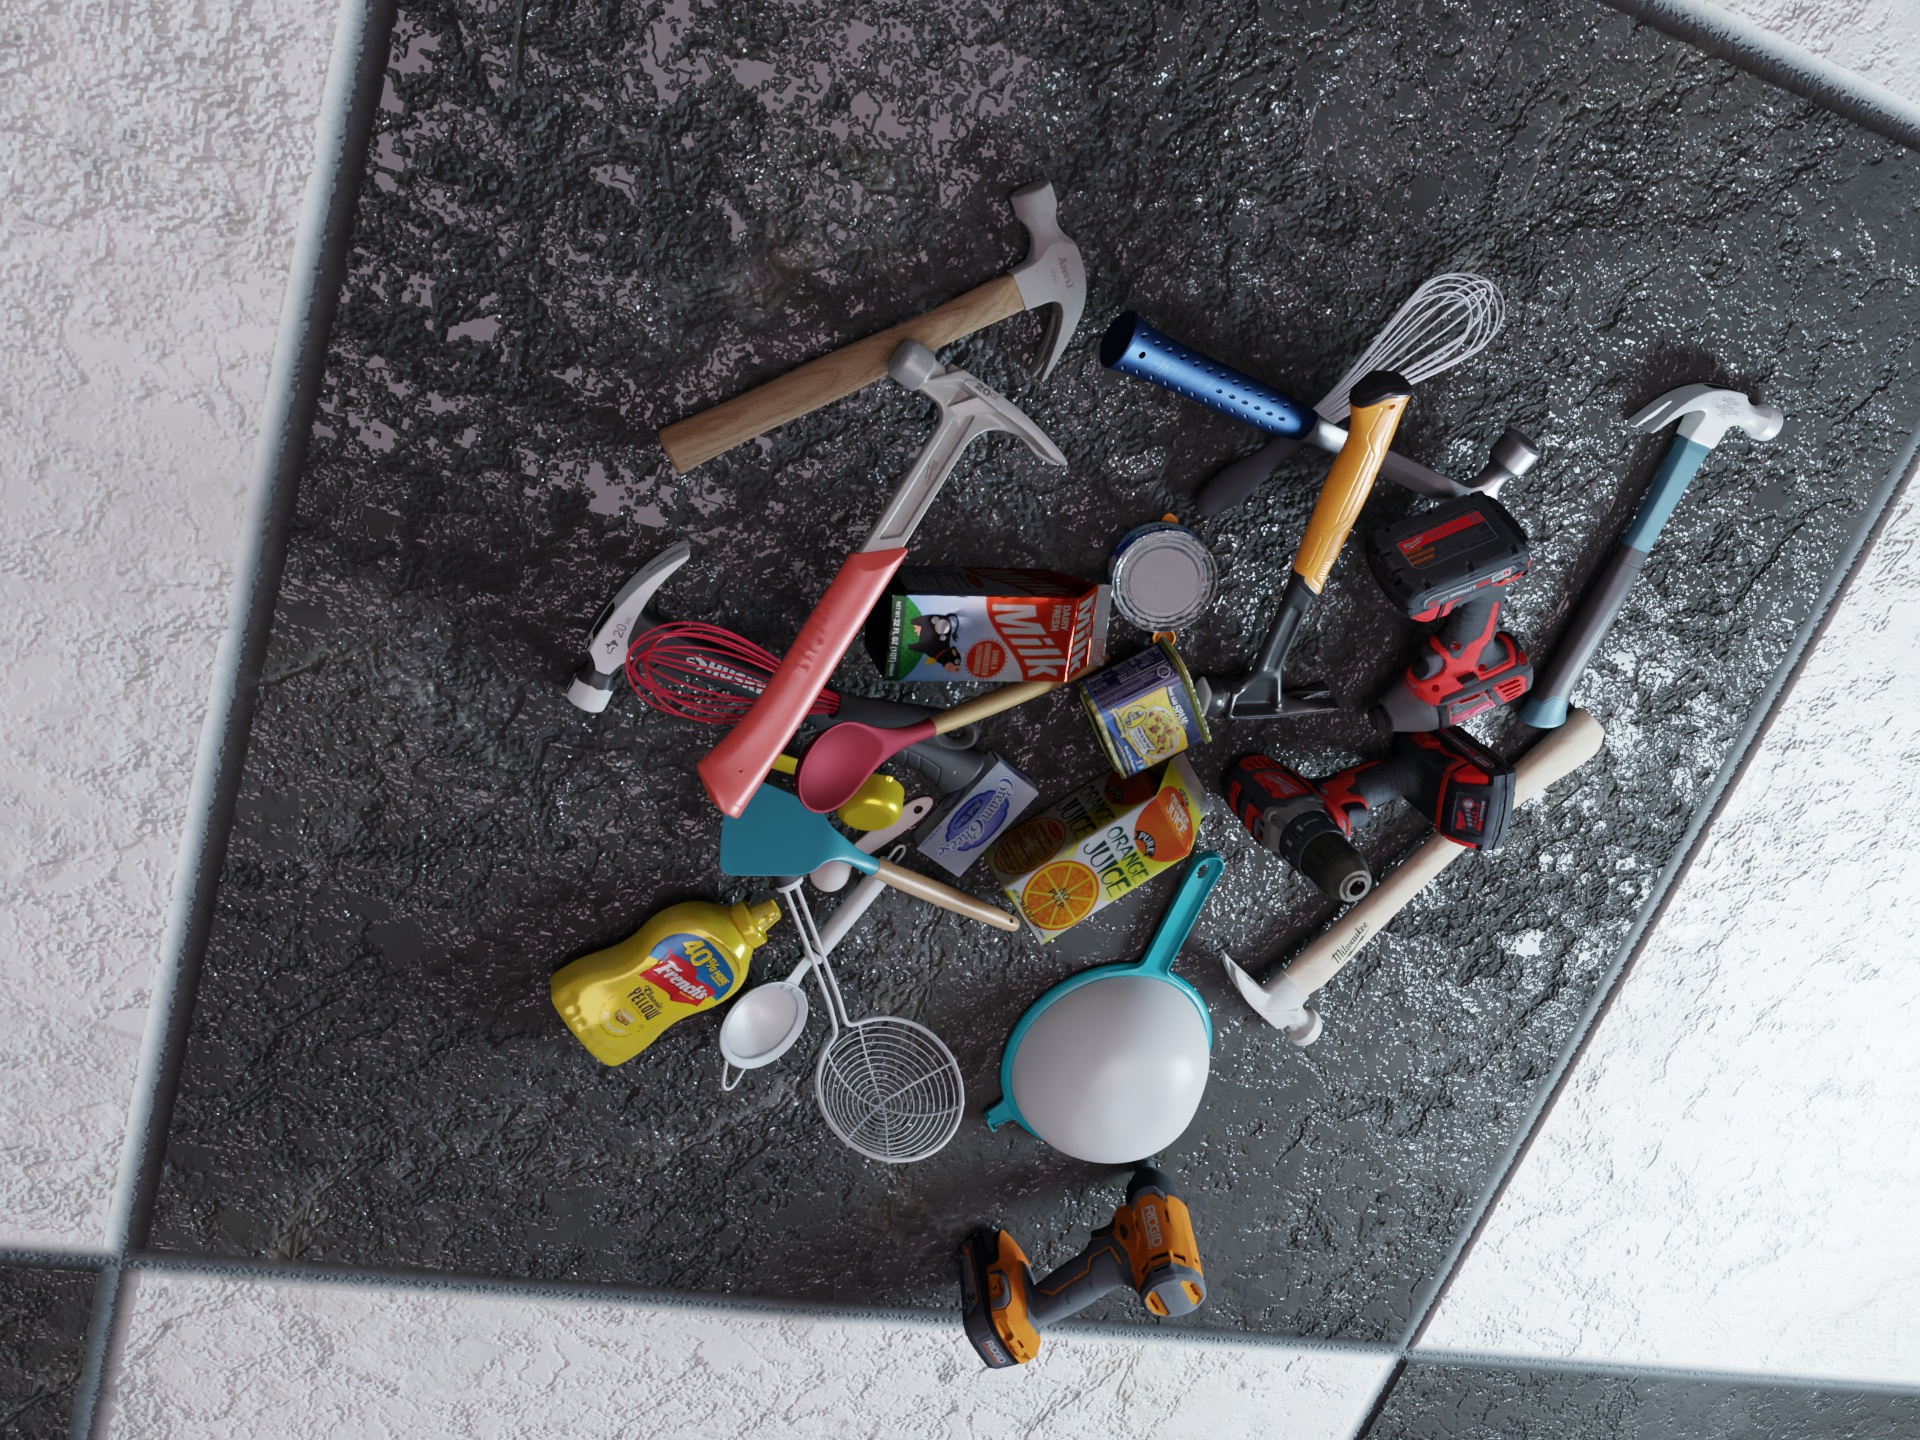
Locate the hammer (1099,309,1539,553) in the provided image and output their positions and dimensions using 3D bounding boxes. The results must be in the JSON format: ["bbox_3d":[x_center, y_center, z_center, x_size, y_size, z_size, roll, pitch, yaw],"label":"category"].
[{"bbox_3d":[0.268,-0.216,1.212,0.405,0.035,0.144,15,126,-33],"label":"hammer"}]

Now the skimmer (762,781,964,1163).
[{"bbox_3d":[-0.102,0.189,1.294,0.127,0.090,0.363,-30,109,-34],"label":"skimmer"}]

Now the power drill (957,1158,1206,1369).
[{"bbox_3d":[0.115,0.516,1.532,0.226,0.164,0.084,-23,120,10],"label":"power drill"}]

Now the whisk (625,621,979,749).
[{"bbox_3d":[-0.112,-0.017,1.208,0.295,0.073,0.073,13,111,-29],"label":"whisk"}]

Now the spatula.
[{"bbox_3d":[-0.063,0.128,1.317,0.044,0.082,0.317,-17,148,38],"label":"spatula"}]

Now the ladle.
[{"bbox_3d":[-0.002,-0.004,1.238,0.315,0.031,0.069,-22,125,-32],"label":"ladle"}]

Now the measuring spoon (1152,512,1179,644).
[{"bbox_3d":[0.168,-0.115,1.307,0.021,0.011,0.116,-2,113,-4],"label":"measuring spoon"}]

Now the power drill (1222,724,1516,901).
[{"bbox_3d":[0.359,0.080,1.358,0.226,0.188,0.080,-9,118,-16],"label":"power drill"}]

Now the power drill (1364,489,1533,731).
[{"bbox_3d":[0.404,-0.075,1.329,0.143,0.079,0.219,-22,139,1],"label":"power drill"}]

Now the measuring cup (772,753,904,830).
[{"bbox_3d":[-0.115,0.054,1.273,0.156,0.029,0.062,20,144,-30],"label":"measuring cup"}]

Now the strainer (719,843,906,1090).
[{"bbox_3d":[-0.130,0.204,1.361,0.258,0.050,0.086,-50,136,4],"label":"strainer"}]

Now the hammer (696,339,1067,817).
[{"bbox_3d":[-0.071,-0.085,1.148,0.149,0.037,0.359,33,87,-24],"label":"hammer"}]

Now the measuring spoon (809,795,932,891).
[{"bbox_3d":[-0.073,0.105,1.339,0.124,0.018,0.034,-36,119,3],"label":"measuring spoon"}]

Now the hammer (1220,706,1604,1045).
[{"bbox_3d":[0.425,0.132,1.480,0.410,0.038,0.146,-43,124,6],"label":"hammer"}]

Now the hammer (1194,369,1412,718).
[{"bbox_3d":[0.288,-0.128,1.258,0.127,0.034,0.336,-2,136,-15],"label":"hammer"}]

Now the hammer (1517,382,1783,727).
[{"bbox_3d":[0.588,-0.139,1.400,0.128,0.033,0.331,15,111,-23],"label":"hammer"}]

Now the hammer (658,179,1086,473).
[{"bbox_3d":[-0.062,-0.262,1.155,0.331,0.031,0.130,-26,119,-2],"label":"hammer"}]

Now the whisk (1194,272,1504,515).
[{"bbox_3d":[0.302,-0.251,1.253,0.284,0.070,0.070,-37,120,9],"label":"whisk"}]

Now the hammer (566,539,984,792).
[{"bbox_3d":[-0.126,-0.021,1.253,0.334,0.035,0.146,23,108,-25],"label":"hammer"}]

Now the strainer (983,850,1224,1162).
[{"bbox_3d":[0.173,0.282,1.453,0.211,0.095,0.340,15,112,-22],"label":"strainer"}]
